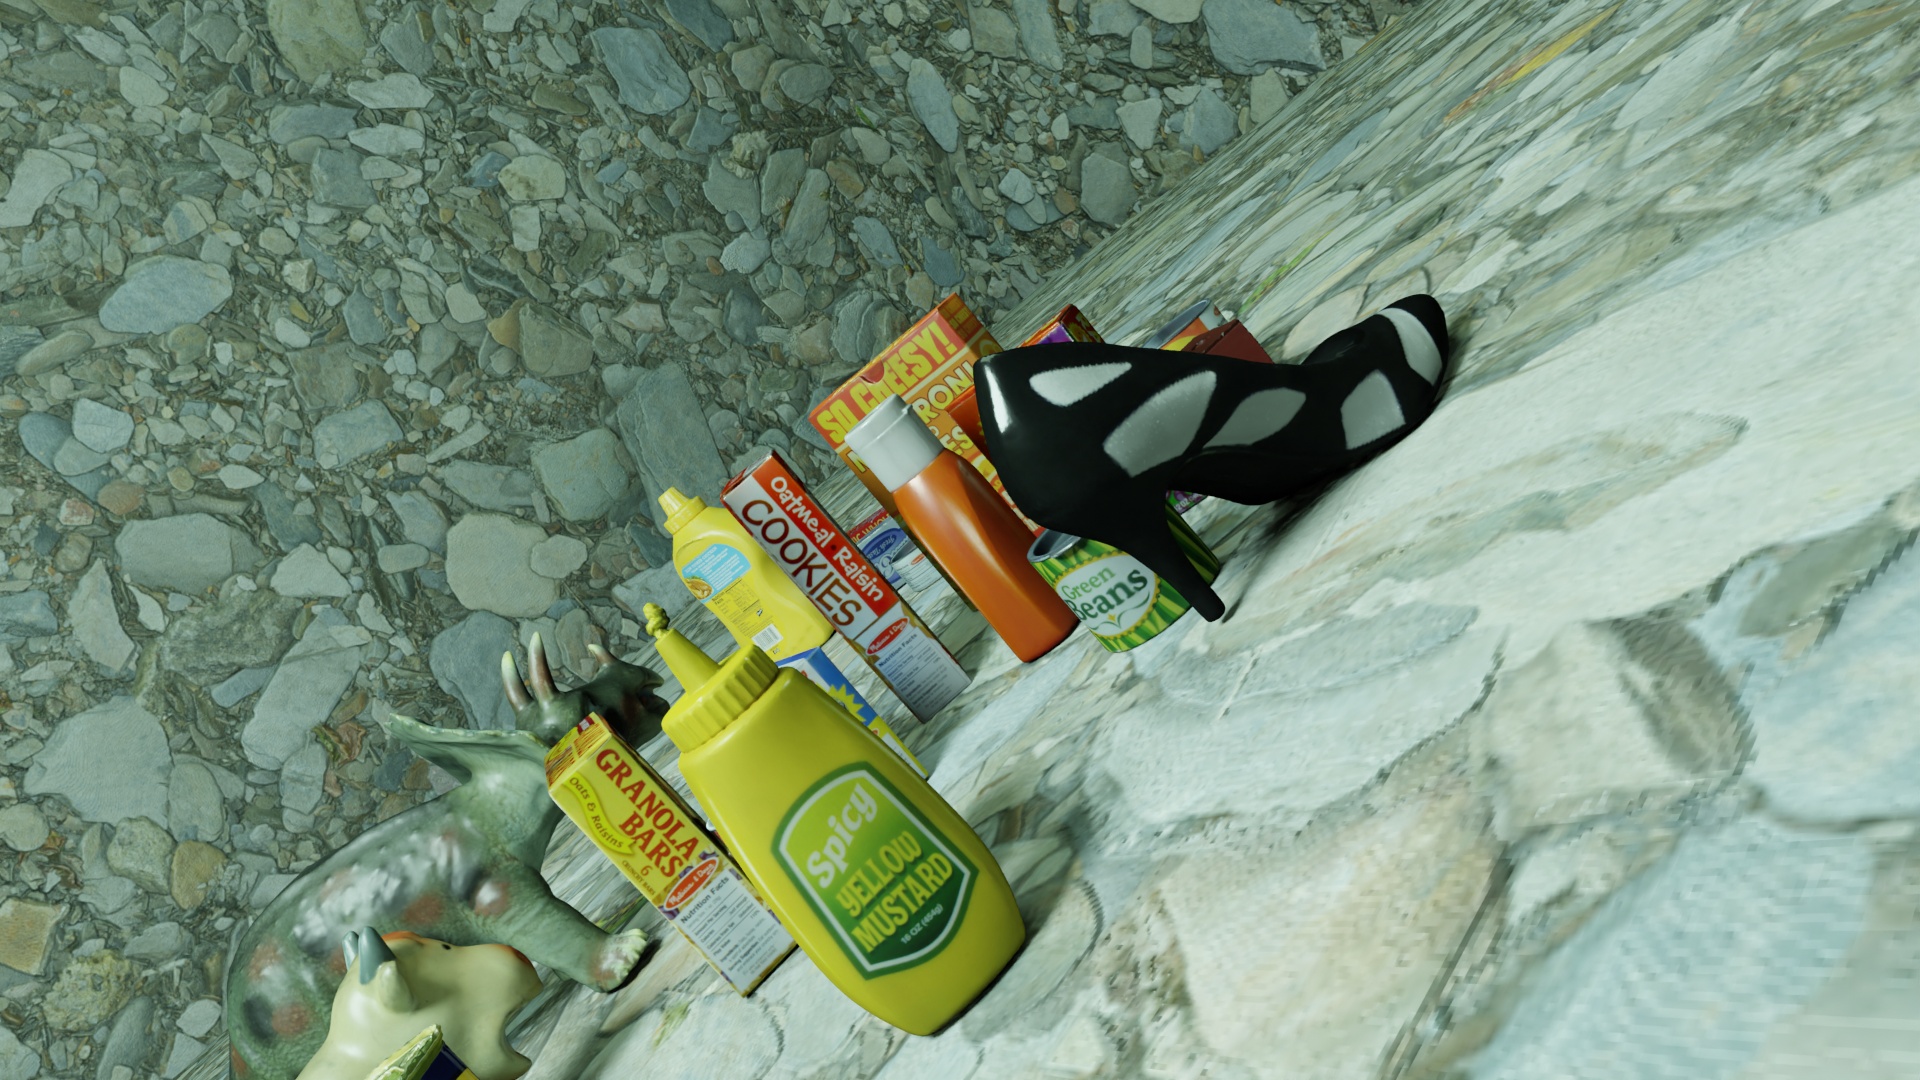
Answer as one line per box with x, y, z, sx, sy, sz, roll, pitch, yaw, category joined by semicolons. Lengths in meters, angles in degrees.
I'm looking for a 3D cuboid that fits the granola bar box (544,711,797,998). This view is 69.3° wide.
-0.142;0.142;0.662;0.039;0.124;0.165;-43;9;-15;granola bar box

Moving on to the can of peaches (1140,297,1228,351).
0.151;-0.113;0.899;0.071;0.058;0.071;-40;9;7;can of peaches

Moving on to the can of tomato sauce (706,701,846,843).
-0.043;0.113;0.518;0.071;0.083;0.071;-40;9;7;can of tomato sauce

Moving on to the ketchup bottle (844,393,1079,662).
0.003;-0.009;0.715;0.043;0.148;0.065;-37;9;23;ketchup bottle

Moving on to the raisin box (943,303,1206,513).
0.065;-0.054;0.756;0.086;0.123;0.040;-36;10;29;raisin box

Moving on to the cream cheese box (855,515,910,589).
-0.058;0.011;1.184;0.103;0.053;0.024;-38;9;14;cream cheese box

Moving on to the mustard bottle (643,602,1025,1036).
-0.049;0.083;0.441;0.065;0.160;0.048;-43;9;-15;mustard bottle

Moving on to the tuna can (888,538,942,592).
-0.022;0.008;1.117;0.071;0.033;0.071;-39;9;7;tuna can

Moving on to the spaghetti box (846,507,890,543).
-0.039;-0.023;1.283;0.249;0.050;0.029;-33;12;42;spaghetti box

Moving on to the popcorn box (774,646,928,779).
-0.078;0.103;0.708;0.038;0.085;0.126;-45;10;-26;popcorn box

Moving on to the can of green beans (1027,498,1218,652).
0.073;0.008;0.627;0.071;0.058;0.071;-40;9;7;can of green beans

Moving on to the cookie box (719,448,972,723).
-0.070;0.022;0.805;0.040;0.167;0.123;-41;8;-3;cookie box

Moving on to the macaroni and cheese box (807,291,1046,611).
0.003;-0.052;0.870;0.123;0.166;0.040;-35;10;32;macaroni and cheese box
